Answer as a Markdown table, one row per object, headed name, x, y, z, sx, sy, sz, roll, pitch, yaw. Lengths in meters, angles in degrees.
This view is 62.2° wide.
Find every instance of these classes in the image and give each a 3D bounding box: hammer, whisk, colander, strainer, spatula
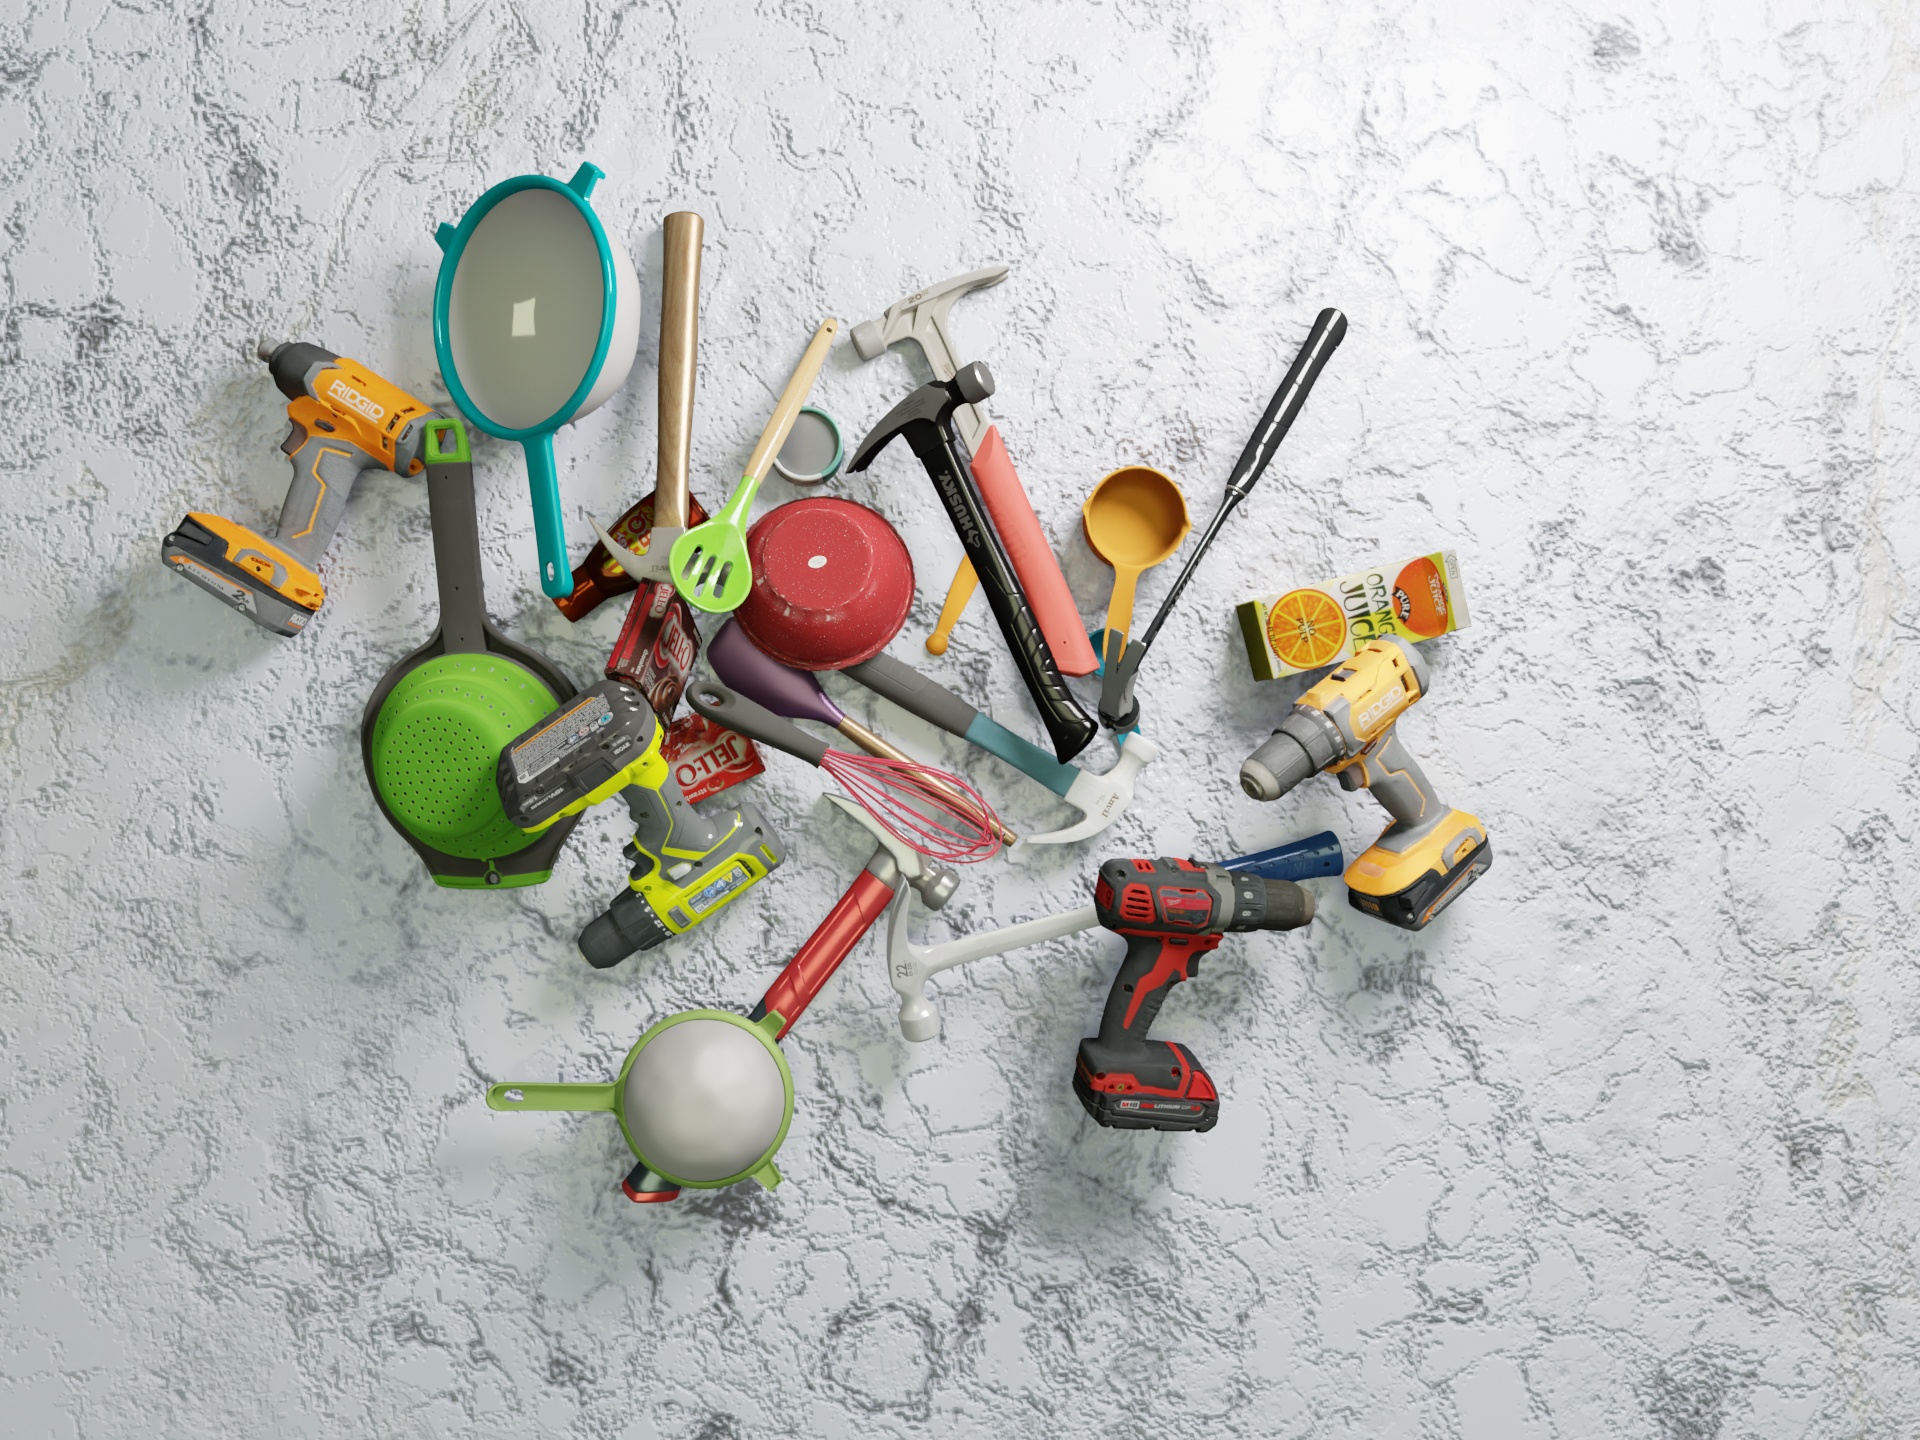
| name | x | y | z | sx | sy | sz | roll | pitch | yaw |
| --- | --- | --- | --- | --- | --- | --- | --- | --- | --- |
| hammer | -0.002 | -0.004 | 1.375 | 0.331 | 0.033 | 0.128 | 30 | 92 | -1 |
| hammer | 0.025 | -0.119 | 1.335 | 0.146 | 0.035 | 0.335 | -24 | 92 | 26 |
| whisk | -0.098 | 0.039 | 1.338 | 0.296 | 0.073 | 0.073 | 27 | 89 | 0 |
| hammer | -0.173 | 0.245 | 1.368 | 0.143 | 0.038 | 0.386 | 38 | 88 | -1 |
| hammer | -0.242 | -0.270 | 1.337 | 0.130 | 0.031 | 0.331 | -1 | 79 | 3 |
| colander | -0.416 | -0.047 | 1.299 | 0.204 | 0.094 | 0.397 | -3 | 97 | 5 |
| strainer | -0.267 | 0.316 | 1.311 | 0.256 | 0.069 | 0.151 | 1 | 88 | -2 |
| hammer | 0.133 | 0.158 | 1.364 | 0.405 | 0.035 | 0.144 | -14 | 109 | -8 |
| spatula | -0.084 | 0.018 | 1.381 | 0.316 | 0.018 | 0.060 | 34 | 93 | -1 |
| strainer | -0.324 | -0.270 | 1.313 | 0.211 | 0.095 | 0.340 | -7 | 89 | 33 |
| hammer | 0.042 | -0.206 | 1.369 | 0.149 | 0.036 | 0.359 | -24 | 88 | -2 |
| hammer | 0.222 | -0.182 | 1.336 | 0.036 | 0.149 | 0.409 | 28 | 76 | 14 |

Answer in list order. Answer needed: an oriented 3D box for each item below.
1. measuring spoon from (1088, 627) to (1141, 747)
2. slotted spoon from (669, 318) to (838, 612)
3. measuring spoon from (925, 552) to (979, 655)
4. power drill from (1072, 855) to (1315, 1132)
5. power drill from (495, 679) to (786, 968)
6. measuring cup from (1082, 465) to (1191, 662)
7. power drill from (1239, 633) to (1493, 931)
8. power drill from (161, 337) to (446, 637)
| name | x | y | z | sx | sy | sz | roll | pitch | yaw |
| --- | --- | --- | --- | --- | --- | --- | --- | --- | --- |
| measuring spoon | 0.139 | -0.020 | 1.396 | 0.042 | 0.021 | 0.128 | -15 | 100 | 8 |
| slotted spoon | -0.161 | -0.215 | 1.311 | 0.070 | 0.031 | 0.314 | 31 | 61 | -18 |
| measuring spoon | 0.000 | -0.111 | 1.388 | 0.021 | 0.011 | 0.117 | 24 | 89 | -3 |
| power drill | 0.193 | 0.226 | 1.340 | 0.188 | 0.080 | 0.226 | 6 | 102 | -13 |
| power drill | -0.273 | 0.095 | 1.297 | 0.190 | 0.080 | 0.228 | -35 | 131 | -3 |
| measuring cup | 0.142 | -0.131 | 1.376 | 0.095 | 0.052 | 0.173 | 10 | 92 | -3 |
| power drill | 0.335 | 0.067 | 1.321 | 0.185 | 0.084 | 0.226 | -36 | 114 | -18 |
| power drill | -0.560 | -0.202 | 1.328 | 0.164 | 0.084 | 0.226 | 33 | 84 | -2 |
